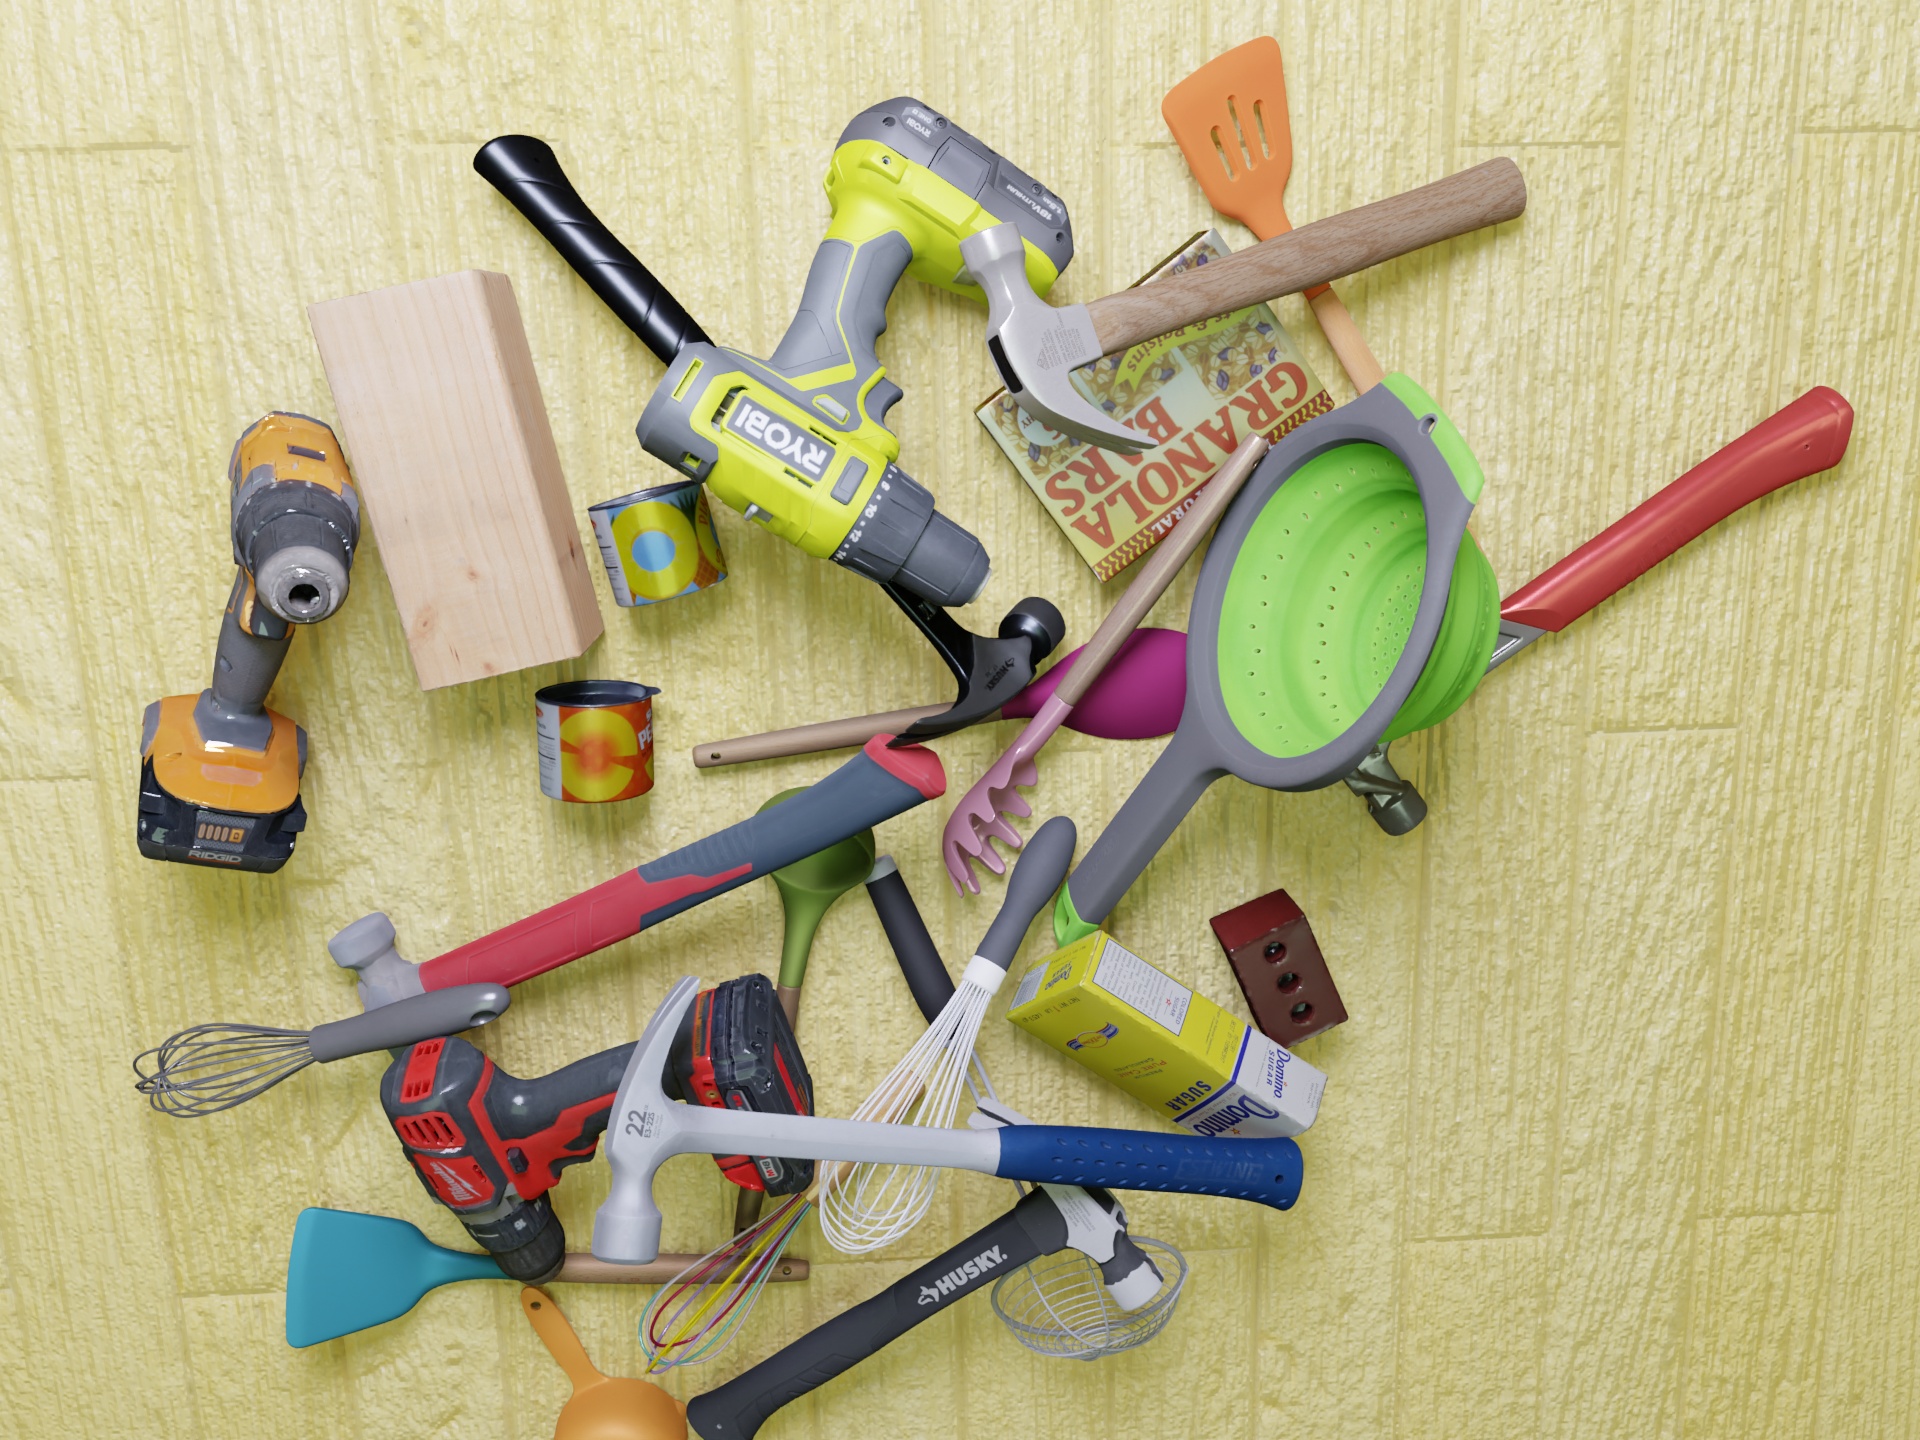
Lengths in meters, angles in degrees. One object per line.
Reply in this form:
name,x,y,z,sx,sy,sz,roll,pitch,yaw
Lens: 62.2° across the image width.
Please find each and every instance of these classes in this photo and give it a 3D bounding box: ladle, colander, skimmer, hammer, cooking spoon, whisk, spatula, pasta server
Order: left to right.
whisk,-0.374,0.186,0.928,0.239,0.055,0.055,-15,104,8
spatula,-0.255,0.349,1.005,0.317,0.044,0.082,2,77,-6
hammer,-0.176,0.115,0.917,0.386,0.038,0.143,-24,105,16
hammer,-0.112,-0.156,0.869,0.409,0.149,0.036,47,135,-6
ladle,-0.111,0.189,0.972,0.078,0.062,0.320,12,105,3
whisk,-0.112,0.313,0.996,0.245,0.051,0.047,-46,141,-5
hammer,-0.047,0.364,0.987,0.334,0.035,0.146,-37,89,21
whisk,-0.002,0.178,0.932,0.070,0.070,0.285,32,73,-10
cooking spoon,-0.002,-0.003,0.951,0.319,0.017,0.068,-9,104,-2
hammer,0.010,0.230,0.875,0.405,0.035,0.144,10,80,-21
skimmer,0.028,0.246,1.007,0.127,0.090,0.363,-24,93,13
pasta server,0.081,-0.029,0.917,0.040,0.060,0.316,42,107,20
hammer,0.166,-0.238,0.846,0.331,0.031,0.130,-22,97,-18
colander,0.180,0.002,0.892,0.094,0.205,0.397,14,127,-26
spatula,0.217,-0.220,0.891,0.081,0.041,0.322,-34,96,-12
hammer,0.361,-0.088,0.946,0.359,0.037,0.149,-36,103,5

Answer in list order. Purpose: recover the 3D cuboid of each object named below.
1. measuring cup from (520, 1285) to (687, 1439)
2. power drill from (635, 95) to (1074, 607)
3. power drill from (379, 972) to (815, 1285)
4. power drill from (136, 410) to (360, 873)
measuring cup,-0.241,0.445,1.024,0.095,0.052,0.173,-25,106,2
power drill,-0.034,-0.186,0.829,0.190,0.080,0.228,30,74,-12
power drill,-0.201,0.248,0.929,0.226,0.080,0.187,-13,124,3
power drill,-0.366,-0.031,0.831,0.084,0.186,0.226,12,112,-31
